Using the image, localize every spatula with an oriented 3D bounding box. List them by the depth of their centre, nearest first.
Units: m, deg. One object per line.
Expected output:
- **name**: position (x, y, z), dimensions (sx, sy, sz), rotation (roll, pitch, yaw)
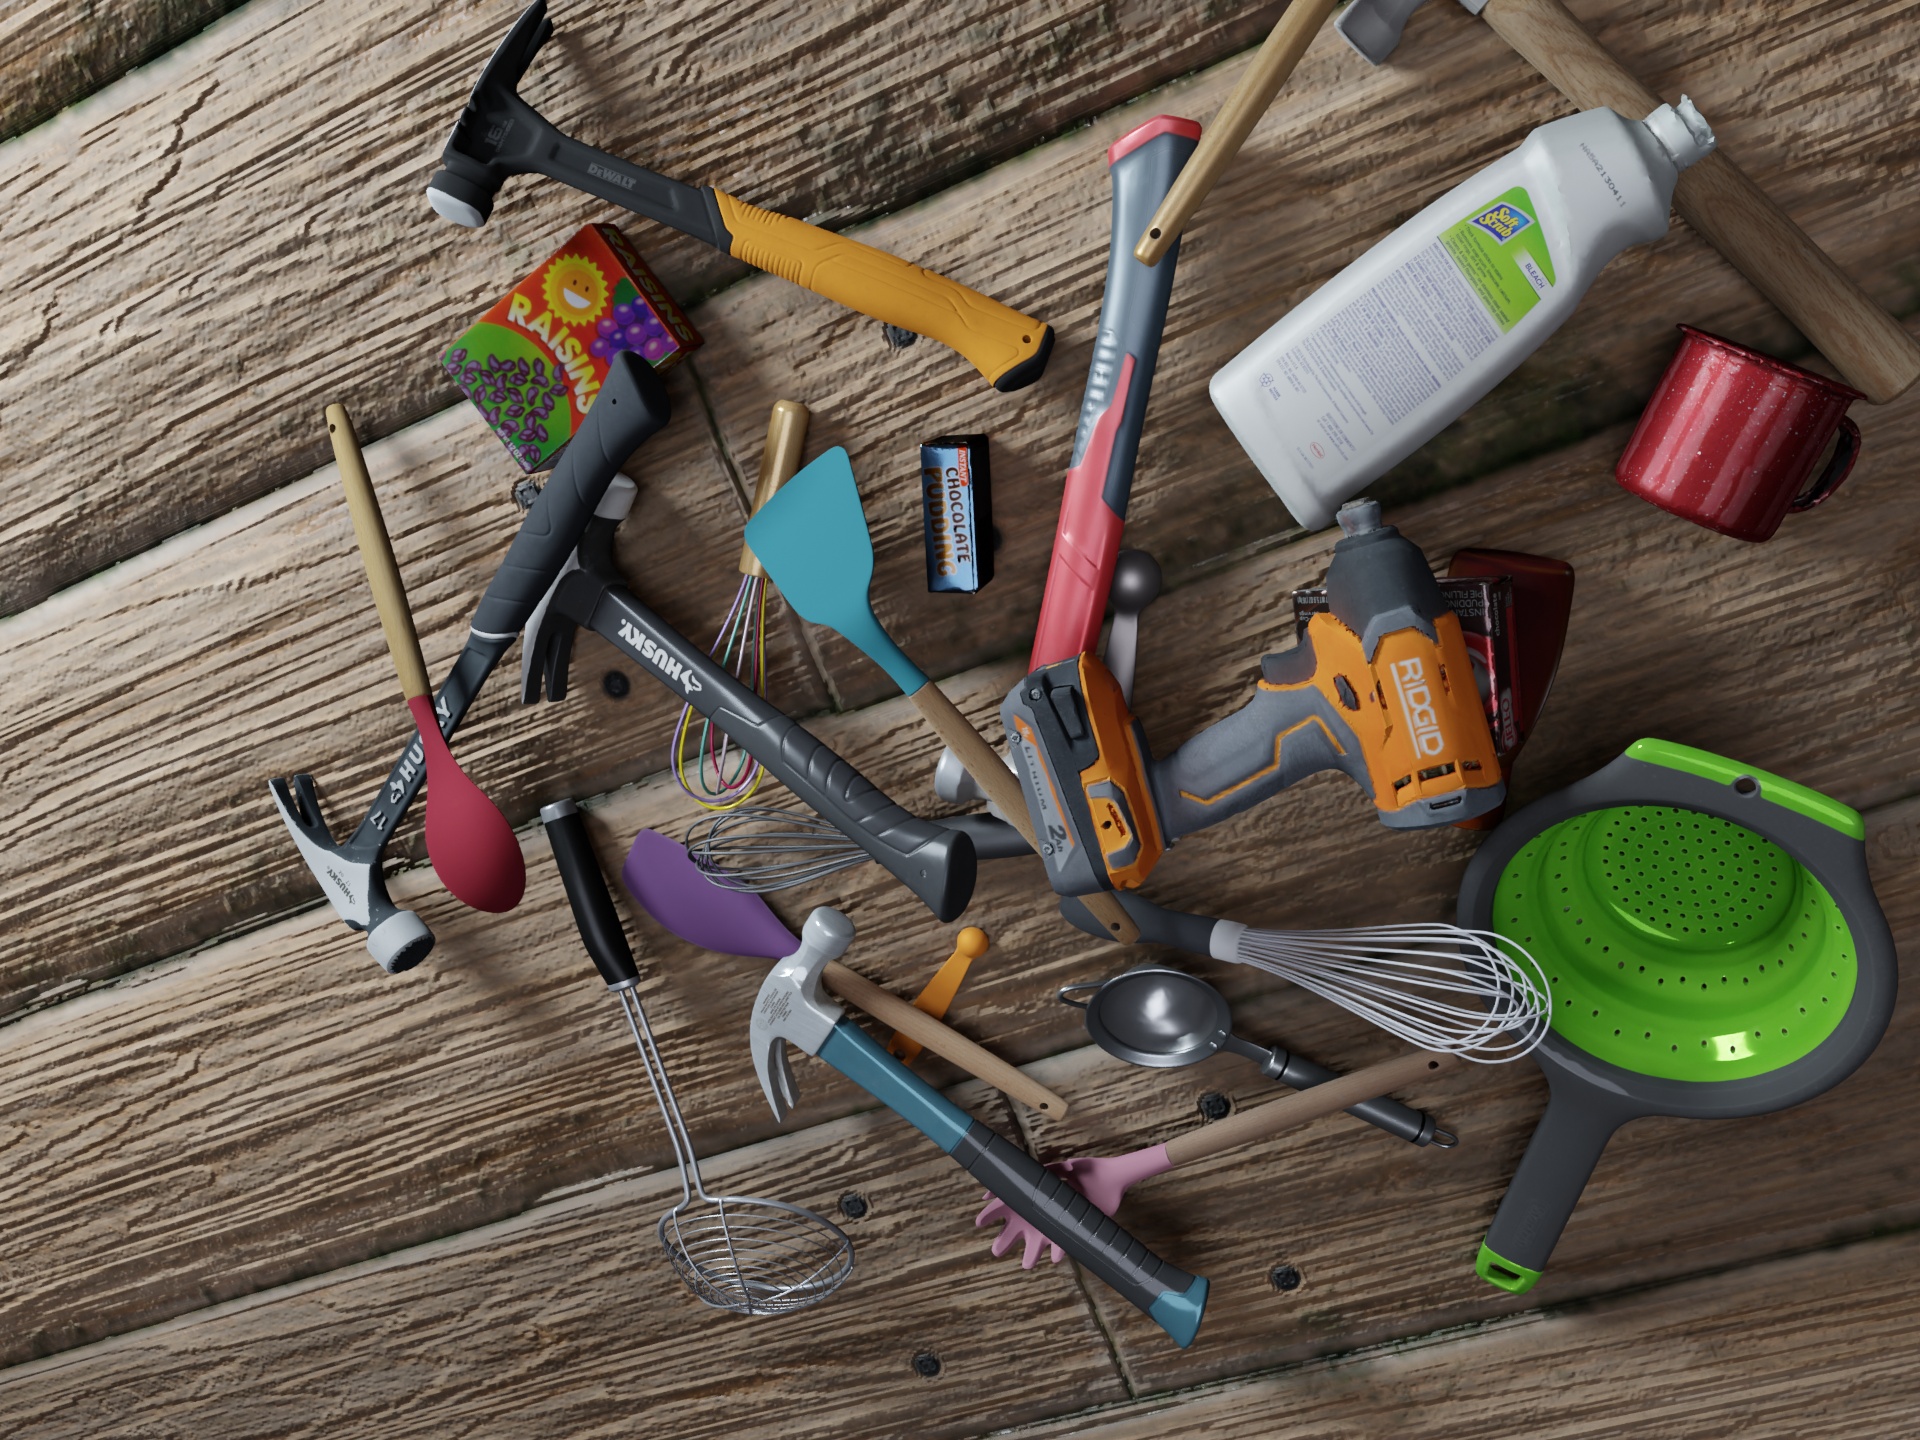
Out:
- **spatula**: position (-0.001, -0.003, 0.877), dimensions (0.082, 0.044, 0.317), rotation (-37, 96, 25)
- **spatula**: position (-0.074, 0.163, 0.985), dimensions (0.316, 0.018, 0.059), rotation (29, 112, 7)

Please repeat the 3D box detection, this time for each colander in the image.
- **colander**: position (0.364, 0.165, 0.876), dimensions (0.204, 0.094, 0.396), rotation (23, 128, 20)

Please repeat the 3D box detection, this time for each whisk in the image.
- **whisk**: position (0.178, 0.129, 0.874), dimensions (0.285, 0.070, 0.070), rotation (9, 108, 33)
- **whisk**: position (-0.119, -0.063, 0.925), dimensions (0.047, 0.051, 0.245), rotation (23, 105, 35)
- **whisk**: position (-0.049, 0.071, 0.948), dimensions (0.239, 0.055, 0.055), rotation (-5, 104, 8)

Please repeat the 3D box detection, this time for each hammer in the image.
- **hammer**: position (0.348, -0.280, 0.778), dimensions (0.331, 0.031, 0.130), rotation (42, 109, -3)
- **hammer**: position (0.088, -0.119, 0.853), dimensions (0.143, 0.038, 0.386), rotation (16, 107, 18)
- **hammer**: position (-0.105, -0.266, 0.855), dimensions (0.337, 0.034, 0.127), rotation (23, 80, -2)
- **hammer**: position (-0.122, 0.002, 0.883), dimensions (0.335, 0.035, 0.146), rotation (37, 112, 24)
- **hammer**: position (-0.285, -0.041, 0.934), dimensions (0.149, 0.036, 0.409), rotation (44, 113, 17)
- **hammer**: position (0.013, 0.257, 0.954), dimensions (0.331, 0.033, 0.128), rotation (37, 111, 6)

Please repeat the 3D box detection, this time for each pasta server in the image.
- **pasta server**: position (0.147, 0.252, 0.940), dimensions (0.316, 0.040, 0.060), rotation (-28, 94, 26)

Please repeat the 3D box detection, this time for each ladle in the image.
- **ladle**: position (-0.318, -0.037, 0.919), dimensions (0.069, 0.031, 0.315), rotation (-23, 82, 32)

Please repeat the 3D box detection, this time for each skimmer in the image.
- **skimmer**: position (-0.178, 0.217, 1.021), dimensions (0.127, 0.090, 0.363), rotation (-20, 90, 26)

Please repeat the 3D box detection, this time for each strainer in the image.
- **strainer**: position (0.178, 0.198, 0.941), dimensions (0.258, 0.050, 0.086), rotation (25, 129, -3)

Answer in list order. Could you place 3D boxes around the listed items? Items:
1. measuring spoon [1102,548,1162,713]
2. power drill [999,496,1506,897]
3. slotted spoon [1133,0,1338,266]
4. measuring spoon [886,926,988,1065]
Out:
- **measuring spoon**: position (0.090, -0.035, 0.902), dimensions (0.034, 0.018, 0.124), rotation (9, 104, 9)
- **power drill**: position (0.141, -0.008, 0.802), dimensions (0.226, 0.084, 0.164), rotation (-15, 95, 14)
- **slotted spoon**: position (0.176, -0.357, 0.767), dimensions (0.070, 0.031, 0.313), rotation (37, 100, 18)
- **measuring spoon**: position (-0.017, 0.176, 0.986), dimensions (0.021, 0.011, 0.117), rotation (32, 109, 1)
